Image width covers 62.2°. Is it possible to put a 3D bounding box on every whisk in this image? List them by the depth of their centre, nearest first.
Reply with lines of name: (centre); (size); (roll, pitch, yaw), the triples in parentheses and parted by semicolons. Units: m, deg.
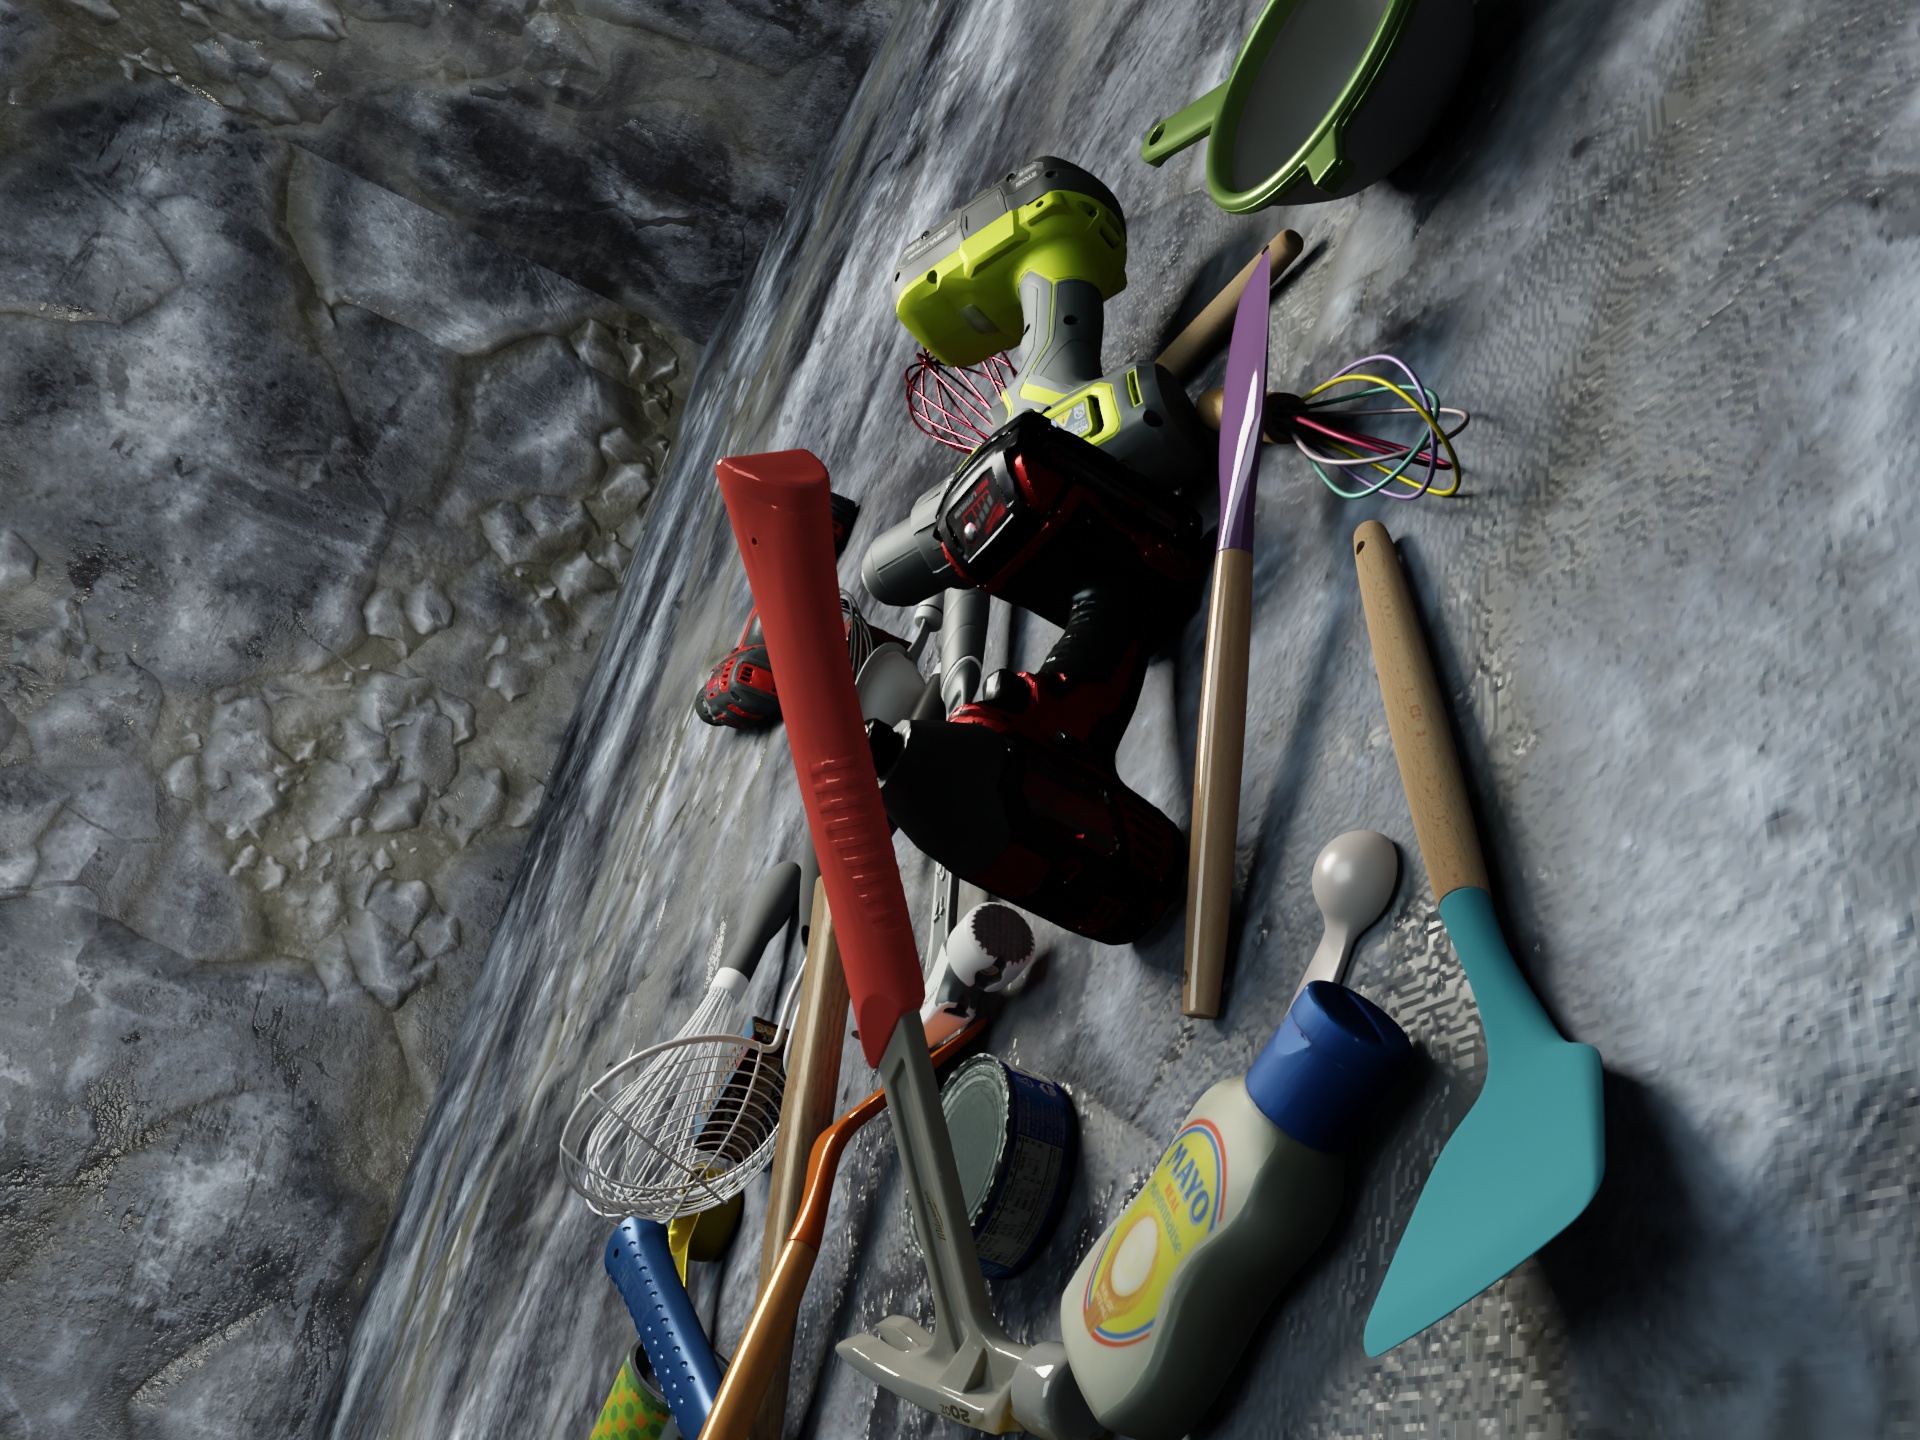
whisk: (0.144, -0.120, 0.658); (0.051, 0.047, 0.245); (-65, 14, 8)
whisk: (0.032, -0.159, 0.924); (0.073, 0.073, 0.296); (-60, 34, 19)
whisk: (-0.086, 0.033, 1.014); (0.055, 0.055, 0.239); (172, 102, -69)
whisk: (-0.166, 0.200, 1.044); (0.070, 0.070, 0.285); (-44, 16, 48)

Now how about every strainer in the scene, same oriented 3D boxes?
strainer: (0.163, -0.290, 0.757); (0.151, 0.069, 0.256); (-69, 18, 0)
strainer: (-0.021, -0.060, 1.032); (0.086, 0.050, 0.259); (66, -144, -51)

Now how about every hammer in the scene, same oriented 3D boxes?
hammer: (-0.037, 0.079, 0.588); (0.149, 0.036, 0.359); (-12, 92, 55)
hammer: (-0.106, 0.331, 0.700); (0.406, 0.035, 0.144); (22, 95, 66)
hammer: (-0.082, 0.238, 0.787); (0.130, 0.031, 0.331); (-23, 55, 60)
hammer: (-0.001, -0.003, 0.890); (0.149, 0.036, 0.409); (-53, 24, 44)

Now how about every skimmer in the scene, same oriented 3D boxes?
skimmer: (-0.098, 0.112, 0.907); (0.090, 0.127, 0.363); (4, 55, 34)

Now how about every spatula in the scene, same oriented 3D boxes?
spatula: (0.139, 0.031, 0.478); (0.082, 0.044, 0.318); (-56, 20, 38)
spatula: (0.106, -0.041, 0.627); (0.059, 0.018, 0.316); (114, 164, -70)
spatula: (-0.067, 0.246, 0.661); (0.081, 0.041, 0.323); (-42, 16, 41)

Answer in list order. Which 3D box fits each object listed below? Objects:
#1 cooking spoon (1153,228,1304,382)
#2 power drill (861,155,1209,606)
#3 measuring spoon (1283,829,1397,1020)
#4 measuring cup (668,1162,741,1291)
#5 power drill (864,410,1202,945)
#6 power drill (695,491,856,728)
cooking spoon: (0.090, -0.168, 0.890); (0.319, 0.017, 0.069); (-41, 31, 53)
power drill: (0.024, -0.176, 0.851); (0.190, 0.080, 0.229); (-26, 49, 26)
measuring spoon: (0.110, 0.092, 0.523); (0.124, 0.018, 0.034); (-67, 19, -1)
measuring cup: (-0.154, 0.336, 0.943); (0.062, 0.029, 0.157); (-54, 25, 33)
power drill: (0.032, -0.022, 0.683); (0.078, 0.143, 0.220); (-43, 27, 45)
power drill: (-0.184, -0.099, 1.474); (0.188, 0.080, 0.227); (-18, 54, 66)
